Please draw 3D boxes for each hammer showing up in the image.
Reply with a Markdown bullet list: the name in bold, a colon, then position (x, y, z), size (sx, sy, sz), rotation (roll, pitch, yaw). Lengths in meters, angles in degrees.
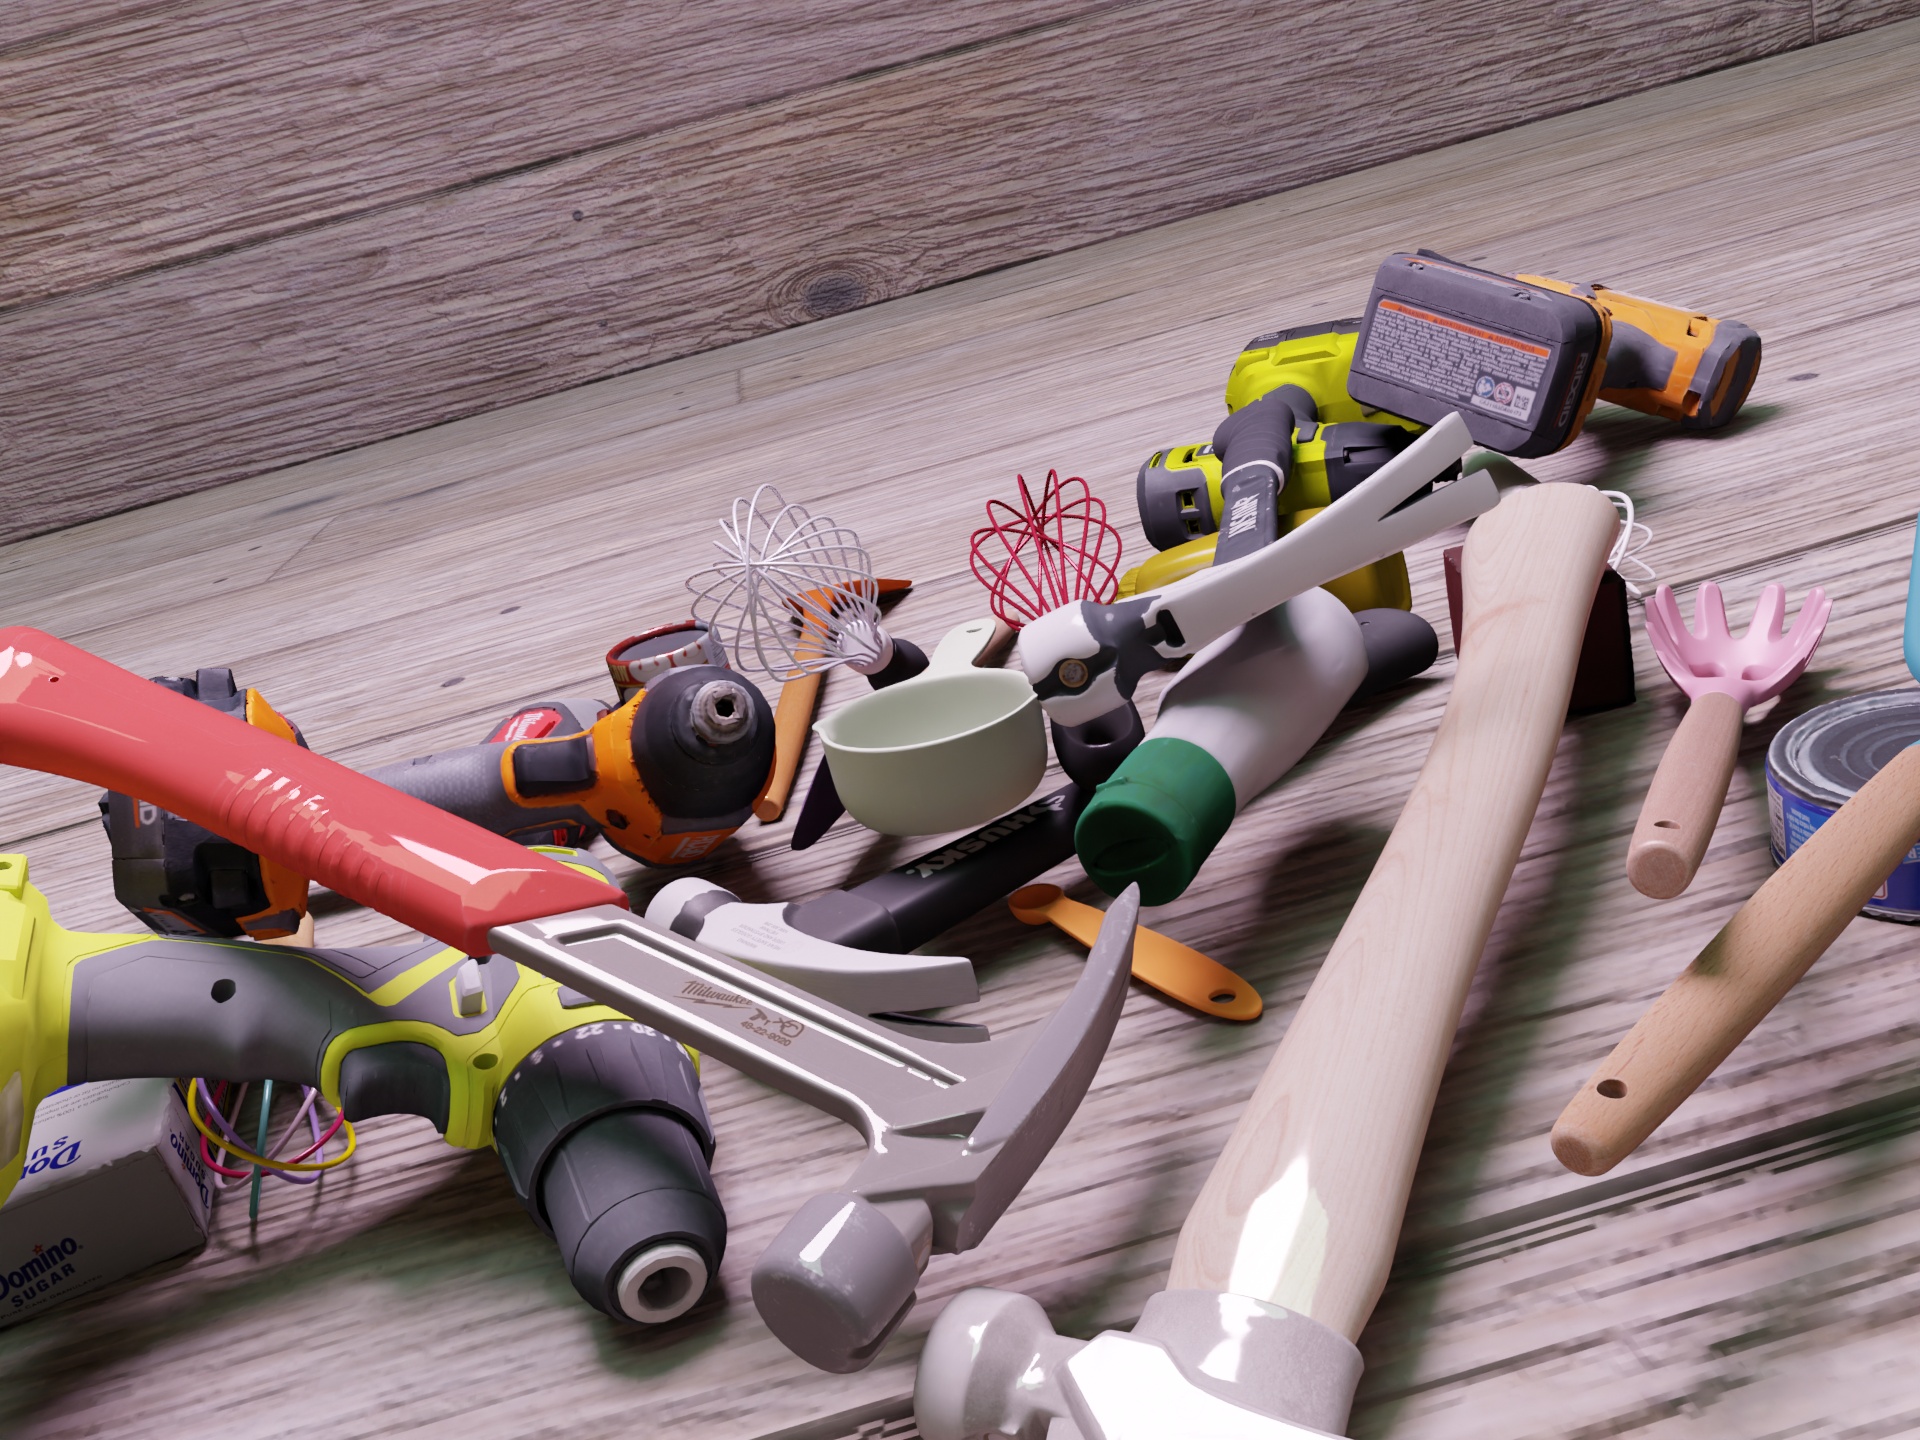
- **hammer**: position (-0.135, 0.037, 0.437), size (0.359, 0.036, 0.149), rotation (20, 37, 23)
- **hammer**: position (0.063, 0.026, 0.573), size (0.335, 0.035, 0.146), rotation (-25, 22, -33)
- **hammer**: position (0.143, 0.038, 0.434), size (0.146, 0.038, 0.411), rotation (0, 34, 32)
- **hammer**: position (0.124, -0.098, 0.655), size (0.149, 0.036, 0.409), rotation (-26, 10, 18)

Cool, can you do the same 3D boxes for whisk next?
- **whisk**: position (-0.251, 0.115, 0.591), size (0.047, 0.051, 0.245), rotation (-7, 13, -20)
- **whisk**: position (0.275, -0.099, 0.762), size (0.058, 0.059, 0.246), rotation (23, 20, -2)
- **whisk**: position (0.043, -0.043, 0.654), size (0.073, 0.073, 0.296), rotation (-14, 24, 4)
- **whisk**: position (-0.047, -0.035, 0.668), size (0.070, 0.070, 0.284), rotation (-12, -9, 8)

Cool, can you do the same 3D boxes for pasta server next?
- **pasta server**: position (0.221, -0.004, 0.468), size (0.060, 0.040, 0.316), rotation (4, 12, 28)

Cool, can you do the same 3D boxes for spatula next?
- **spatula**: position (-0.077, -0.024, 0.843), size (0.081, 0.041, 0.323), rotation (-13, 25, 8)
- **spatula**: position (-0.016, -0.010, 0.709), size (0.018, 0.059, 0.316), rotation (25, 21, 8)
- **spatula**: position (0.229, 0.013, 0.394), size (0.317, 0.044, 0.082), rotation (-29, 29, -36)

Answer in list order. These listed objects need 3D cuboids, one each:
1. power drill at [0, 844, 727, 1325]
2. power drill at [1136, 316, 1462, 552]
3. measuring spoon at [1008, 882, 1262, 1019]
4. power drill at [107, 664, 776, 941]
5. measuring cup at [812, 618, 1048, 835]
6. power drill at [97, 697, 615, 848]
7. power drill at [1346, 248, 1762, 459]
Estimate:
- **power drill**: position (-0.183, 0.100, 0.436), size (0.228, 0.080, 0.191), rotation (3, 22, -27)
- **power drill**: position (0.214, -0.169, 0.938), size (0.171, 0.080, 0.223), rotation (-5, 27, 25)
- **measuring spoon**: position (0.054, 0.076, 0.515), size (0.021, 0.011, 0.117), rotation (-23, 25, -29)
- **power drill**: position (-0.180, 0.022, 0.581), size (0.226, 0.084, 0.164), rotation (-5, -13, -20)
- **measuring cup**: position (-0.001, -0.002, 0.586), size (0.083, 0.038, 0.168), rotation (-9, 16, 11)
- **power drill**: position (-0.270, 0.035, 0.754), size (0.219, 0.078, 0.143), rotation (-6, 23, 14)
- **power drill**: position (0.299, -0.205, 0.856), size (0.226, 0.084, 0.185), rotation (-14, 34, -42)
